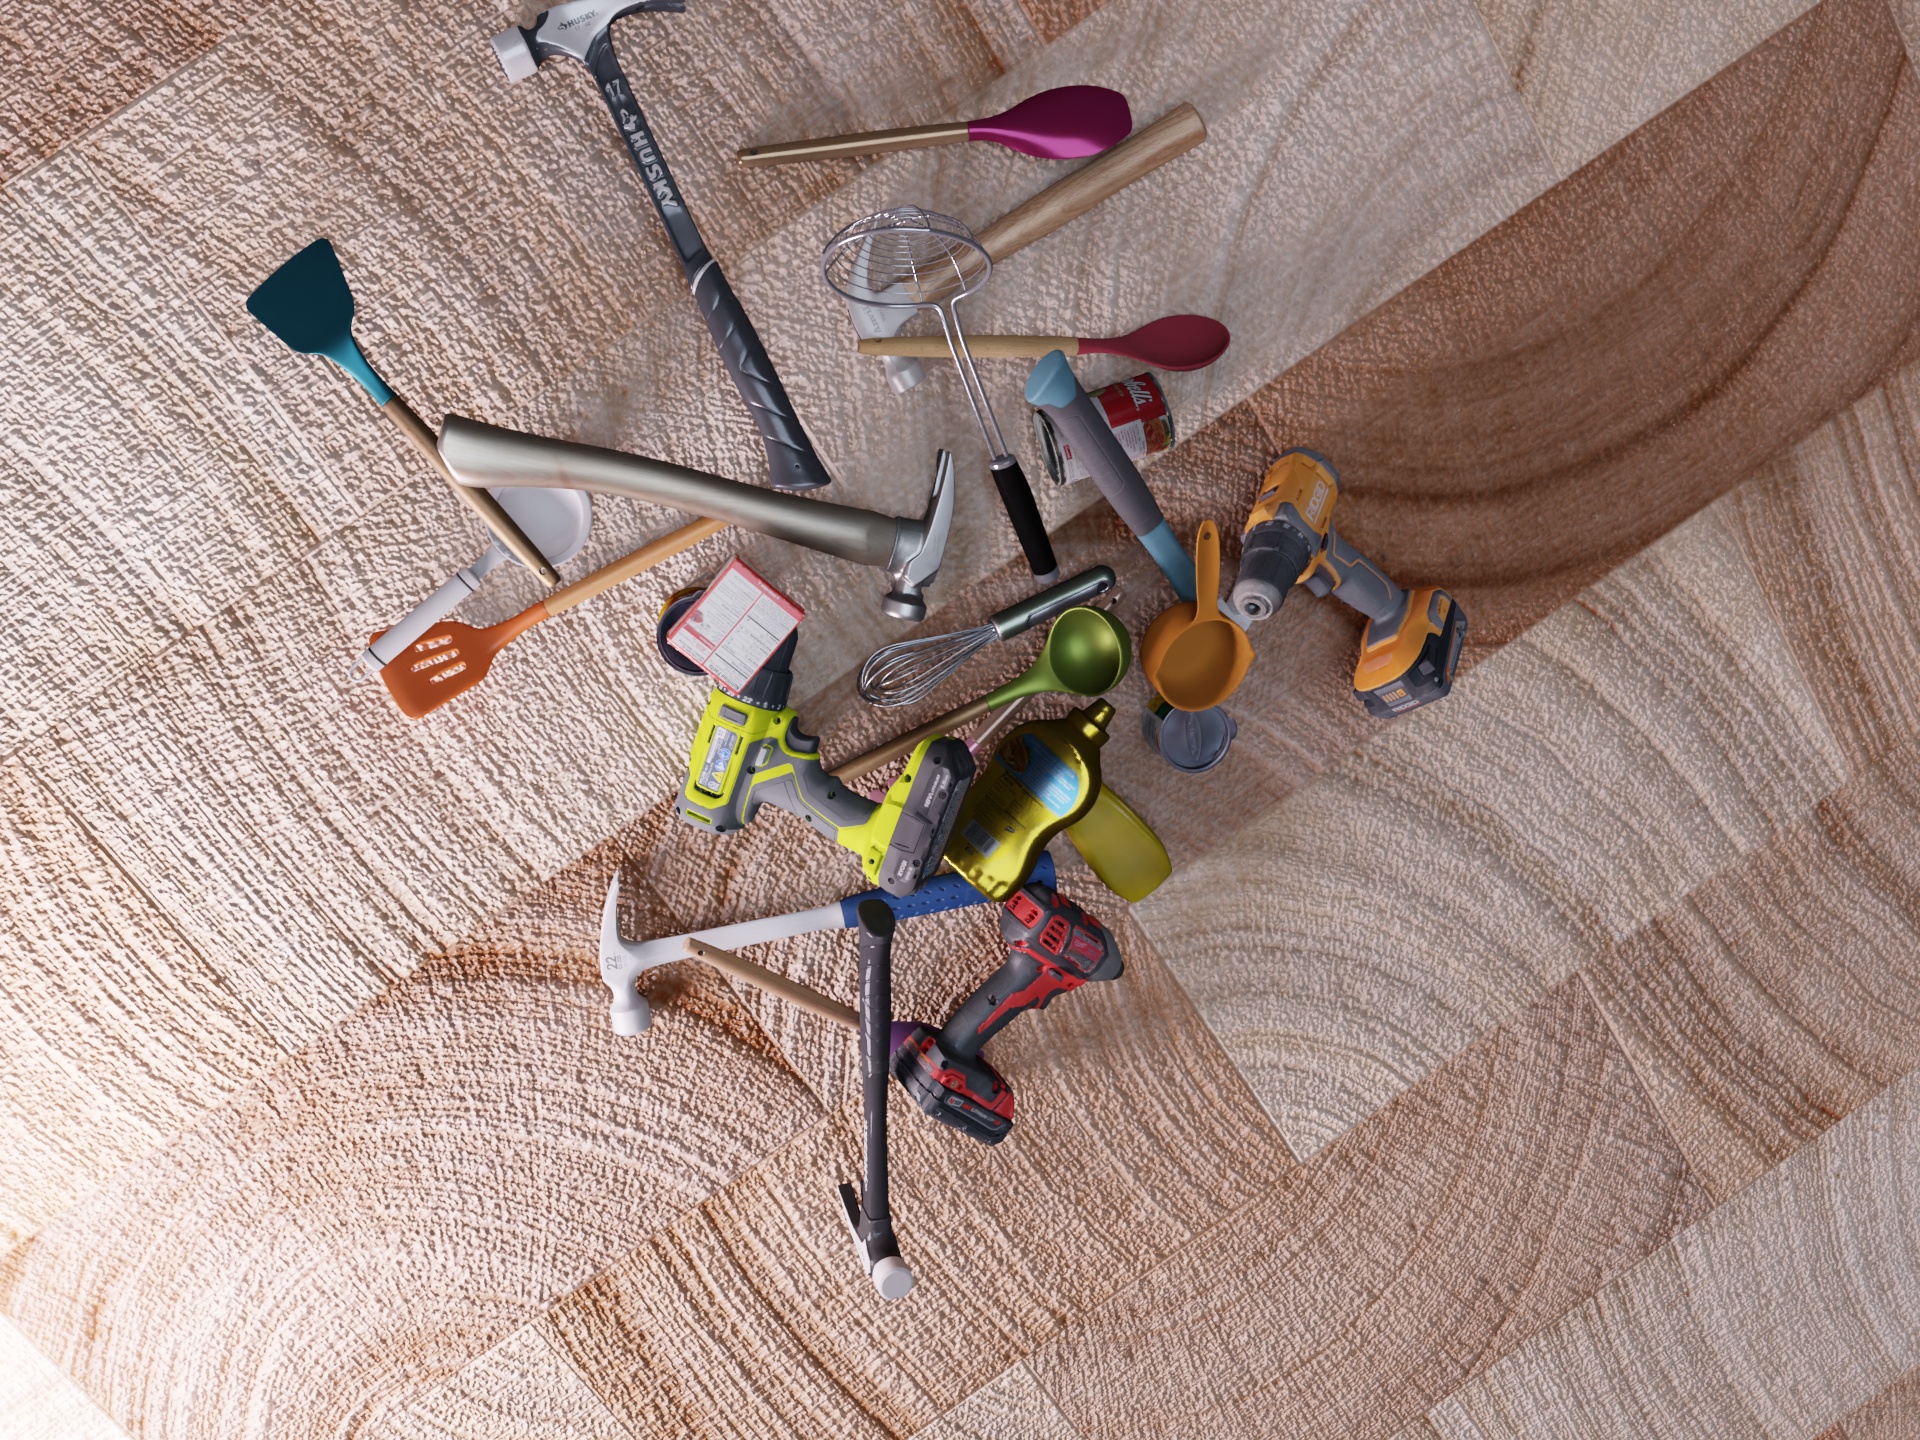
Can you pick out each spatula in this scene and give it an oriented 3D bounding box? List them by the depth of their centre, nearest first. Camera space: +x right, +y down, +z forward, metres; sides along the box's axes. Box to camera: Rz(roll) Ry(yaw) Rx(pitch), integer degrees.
[{"bbox_3d":[-0.419,-0.227,1.230,0.082,0.044,0.317,-40,100,0],"label":"spatula"},{"bbox_3d":[-0.318,-0.104,1.297,0.322,0.041,0.081,-28,81,-5],"label":"spatula"},{"bbox_3d":[-0.110,0.260,1.407,0.315,0.018,0.060,31,98,-27],"label":"spatula"}]

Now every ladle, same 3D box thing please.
[{"bbox_3d":[0.071,-0.306,1.301,0.315,0.069,0.031,-4,139,-16],"label":"ladle"},{"bbox_3d":[-0.002,-0.004,1.353,0.320,0.062,0.078,-26,82,6],"label":"ladle"}]

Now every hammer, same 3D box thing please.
[{"bbox_3d":[-0.202,-0.364,1.230,0.149,0.036,0.409,-27,97,-6],"label":"hammer"},{"bbox_3d":[-0.202,-0.189,1.269,0.410,0.038,0.146,11,100,-22],"label":"hammer"},{"bbox_3d":[0.053,-0.408,1.299,0.331,0.031,0.130,-32,107,-2],"label":"hammer"},{"bbox_3d":[0.149,-0.170,1.319,0.128,0.033,0.330,-40,126,1],"label":"hammer"},{"bbox_3d":[-0.075,0.317,1.382,0.035,0.146,0.334,-4,104,-17],"label":"hammer"},{"bbox_3d":[-0.116,0.168,1.400,0.405,0.035,0.144,-11,105,-8],"label":"hammer"}]

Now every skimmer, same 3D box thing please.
[{"bbox_3d":[0.005,-0.239,1.250,0.127,0.090,0.362,-7,129,24],"label":"skimmer"}]

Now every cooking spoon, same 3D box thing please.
[{"bbox_3d":[-0.020,-0.467,1.270,0.319,0.017,0.069,-9,74,-5],"label":"cooking spoon"}]

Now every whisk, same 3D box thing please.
[{"bbox_3d":[0.024,-0.075,1.365,0.246,0.059,0.057,-26,145,-8],"label":"whisk"}]

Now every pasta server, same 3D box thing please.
[{"bbox_3d":[0.030,-0.002,1.394,0.316,0.040,0.060,-46,106,-2],"label":"pasta server"}]

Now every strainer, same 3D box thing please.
[{"bbox_3d":[-0.386,-0.119,1.268,0.258,0.050,0.087,-42,93,-6],"label":"strainer"}]

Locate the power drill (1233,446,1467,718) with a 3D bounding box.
[{"bbox_3d":[0.324,-0.101,1.352,0.226,0.084,0.185,43,49,-17],"label":"power drill"}]

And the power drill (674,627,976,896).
[{"bbox_3d":[-0.109,0.030,1.316,0.228,0.080,0.190,23,100,11],"label":"power drill"}]

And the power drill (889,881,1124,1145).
[{"bbox_3d":[0.050,0.260,1.417,0.143,0.079,0.219,36,91,-38],"label":"power drill"}]

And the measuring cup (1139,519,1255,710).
[{"bbox_3d":[0.194,-0.094,1.331,0.095,0.052,0.173,-12,120,-16],"label":"measuring cup"}]
